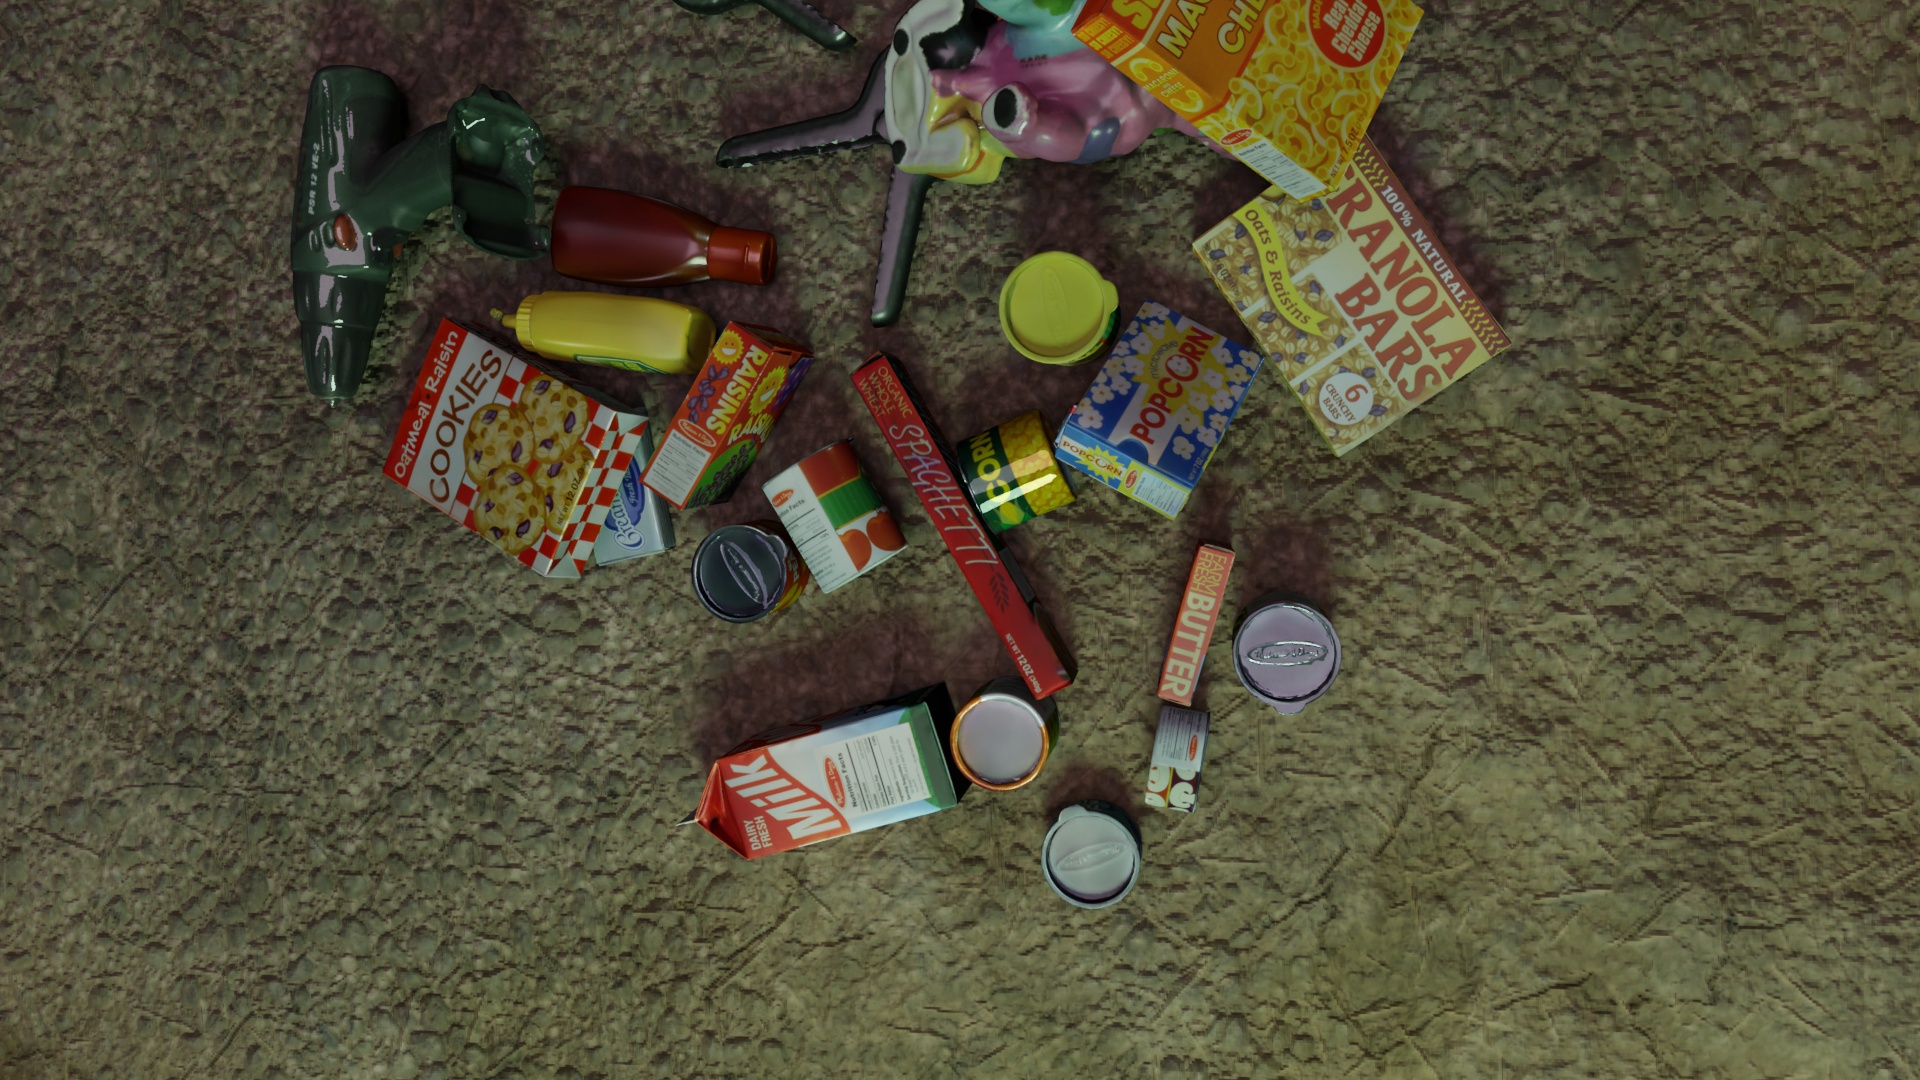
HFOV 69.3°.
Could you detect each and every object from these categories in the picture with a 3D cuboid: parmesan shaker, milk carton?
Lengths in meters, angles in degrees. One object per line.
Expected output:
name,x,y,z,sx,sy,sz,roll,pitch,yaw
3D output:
parmesan shaker,0.067,-0.143,0.869,0.071,0.103,0.071,1,95,11
milk carton,-0.095,0.160,0.939,0.190,0.072,0.073,-17,92,10

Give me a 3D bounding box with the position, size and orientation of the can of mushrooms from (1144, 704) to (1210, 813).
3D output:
can of mushrooms,0.140,0.142,0.899,0.033,0.071,0.071,9,96,9

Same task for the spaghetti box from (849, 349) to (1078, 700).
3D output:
spaghetti box,0.003,-0.012,0.919,0.028,0.050,0.250,-30,88,11

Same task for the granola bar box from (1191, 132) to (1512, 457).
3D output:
granola bar box,0.242,-0.154,0.869,0.124,0.039,0.165,-35,88,11

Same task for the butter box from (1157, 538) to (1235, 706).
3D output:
butter box,0.151,0.051,0.895,0.024,0.053,0.103,16,97,7

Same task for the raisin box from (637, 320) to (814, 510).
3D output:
raisin box,-0.153,-0.083,0.923,0.040,0.086,0.123,33,100,8

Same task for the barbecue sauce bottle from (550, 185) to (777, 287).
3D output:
barbecue sauce bottle,-0.201,-0.201,0.944,0.148,0.044,0.064,10,97,9

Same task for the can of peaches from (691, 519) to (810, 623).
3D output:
can of peaches,-0.139,0.019,0.943,0.071,0.058,0.071,1,94,10

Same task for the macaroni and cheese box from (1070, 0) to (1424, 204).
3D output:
macaroni and cheese box,0.160,-0.285,0.761,0.166,0.040,0.124,30,80,-18

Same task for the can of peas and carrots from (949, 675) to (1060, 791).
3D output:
can of peas and carrots,0.029,0.130,0.921,0.071,0.059,0.071,1,95,11

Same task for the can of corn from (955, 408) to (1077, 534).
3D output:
can of corn,0.036,-0.046,0.899,0.058,0.071,0.071,-23,90,11

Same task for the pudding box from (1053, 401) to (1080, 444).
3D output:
pudding box,0.105,-0.058,0.896,0.084,0.050,0.030,29,101,8

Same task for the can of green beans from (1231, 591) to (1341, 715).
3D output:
can of green beans,0.206,0.068,0.884,0.071,0.058,0.071,1,95,10

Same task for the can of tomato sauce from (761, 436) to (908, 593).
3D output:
can of tomato sauce,-0.082,-0.017,0.927,0.071,0.071,0.083,-30,89,12

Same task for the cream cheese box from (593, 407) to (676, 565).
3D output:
cream cheese box,-0.237,-0.038,0.973,0.053,0.024,0.103,-11,92,13

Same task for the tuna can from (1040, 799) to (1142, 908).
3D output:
tuna can,0.087,0.207,0.929,0.071,0.033,0.071,1,95,10

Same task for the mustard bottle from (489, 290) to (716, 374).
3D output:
mustard bottle,-0.250,-0.144,0.950,0.160,0.065,0.049,8,87,15

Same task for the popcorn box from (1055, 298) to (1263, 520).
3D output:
popcorn box,0.124,-0.084,0.860,0.085,0.038,0.127,29,56,6

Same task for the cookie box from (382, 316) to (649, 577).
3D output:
cookie box,-0.310,-0.066,0.957,0.168,0.040,0.122,28,99,22
